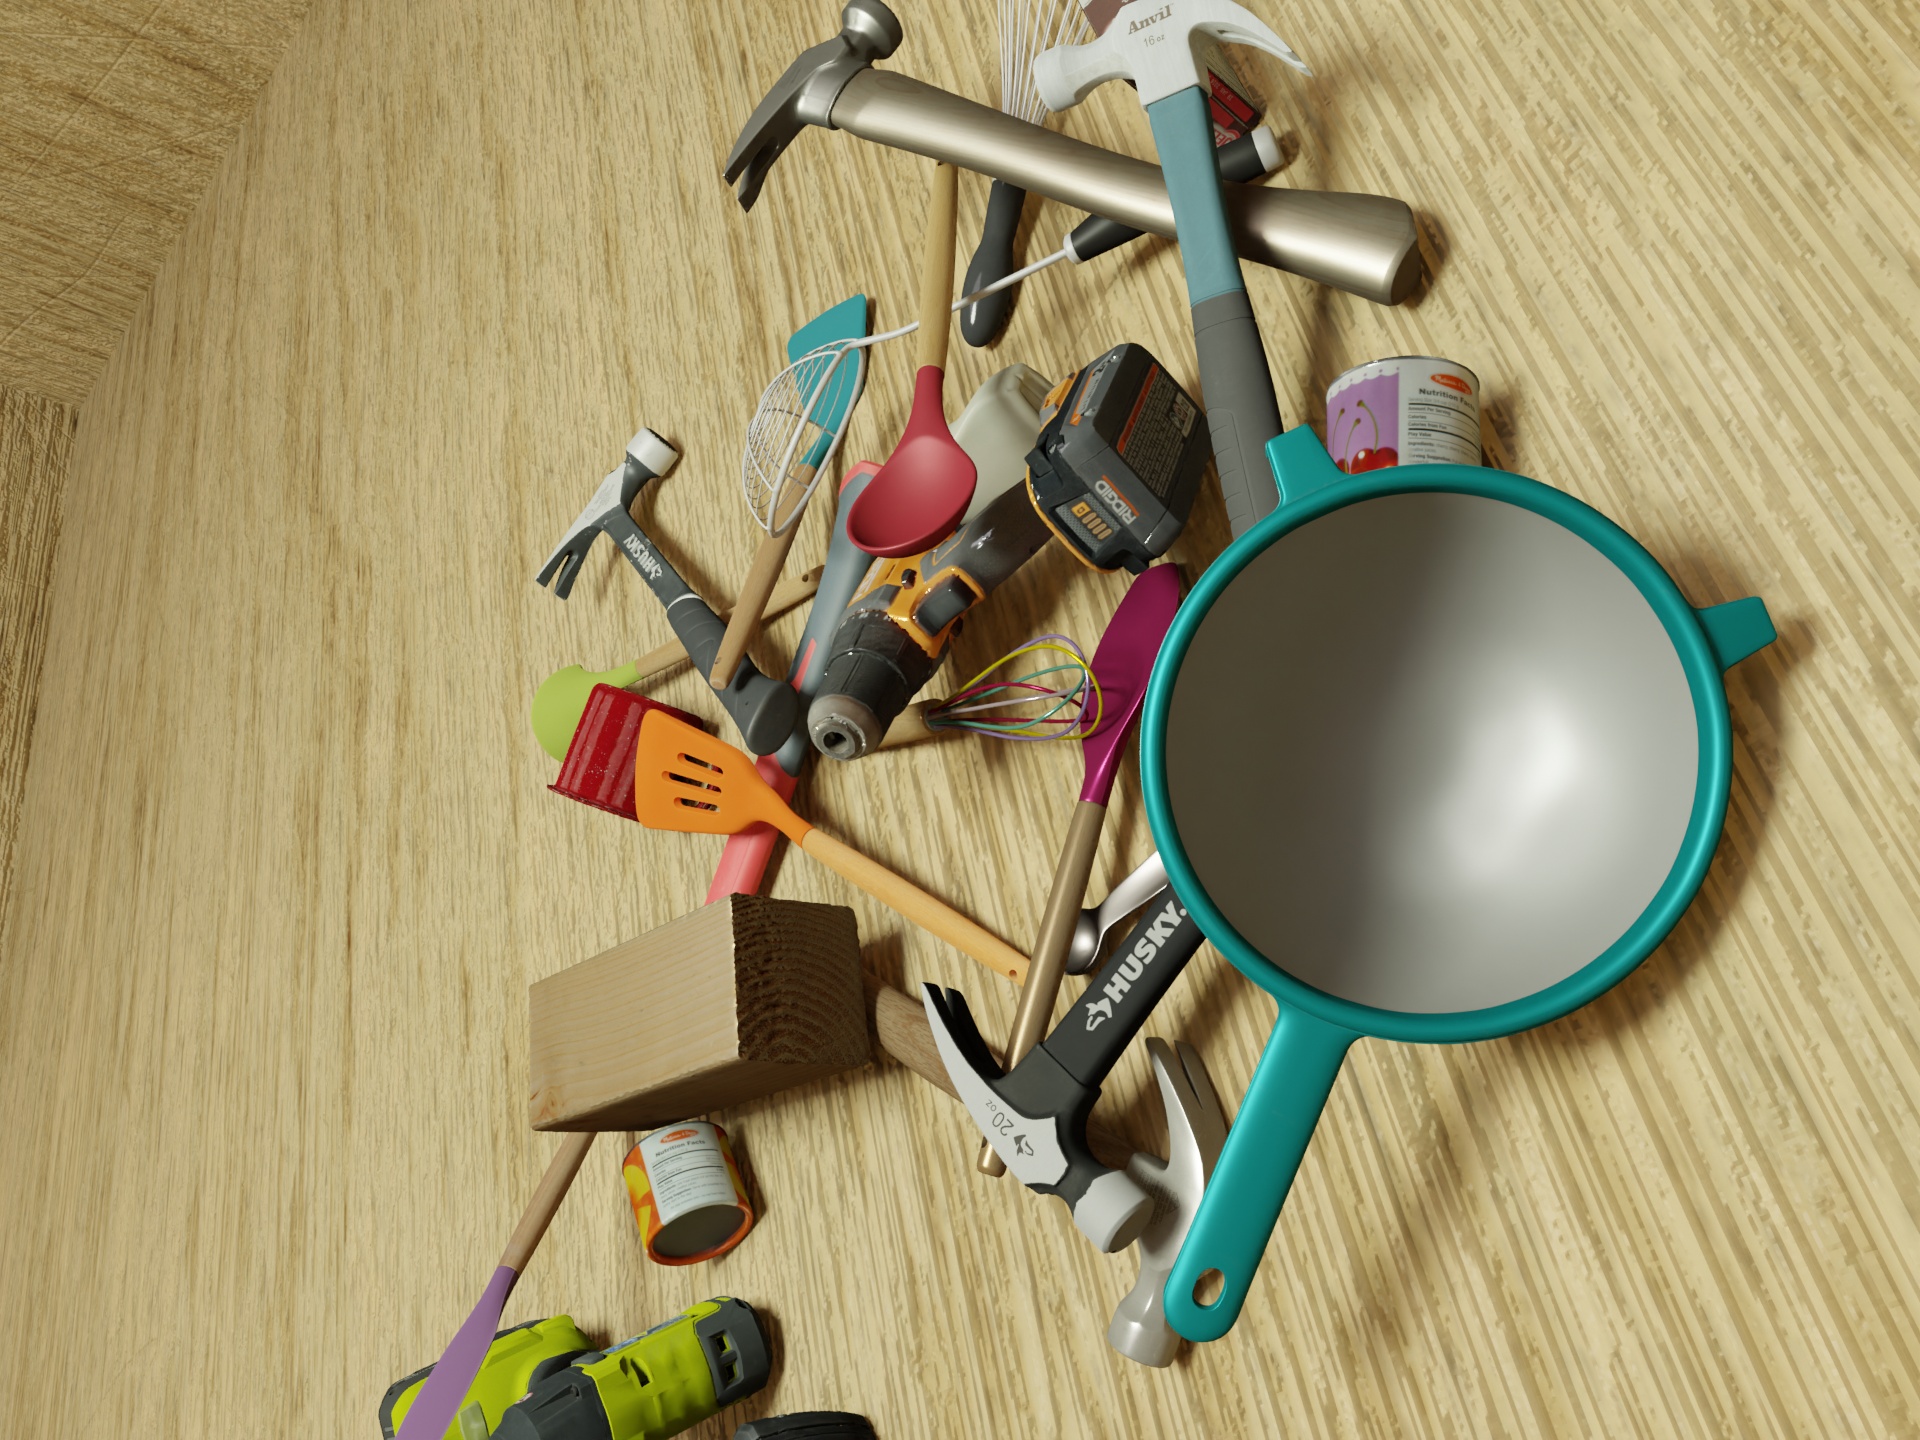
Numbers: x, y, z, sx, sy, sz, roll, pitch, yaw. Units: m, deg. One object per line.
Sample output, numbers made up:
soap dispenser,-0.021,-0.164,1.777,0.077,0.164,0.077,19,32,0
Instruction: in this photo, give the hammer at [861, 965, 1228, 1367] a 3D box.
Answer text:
hammer,0.012,0.183,0.817,0.331,0.031,0.130,22,93,50

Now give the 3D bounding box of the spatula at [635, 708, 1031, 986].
spatula,-0.077,0.081,0.911,0.323,0.041,0.081,26,117,39

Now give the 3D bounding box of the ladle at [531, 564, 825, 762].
ladle,-0.203,-0.044,1.150,0.320,0.062,0.078,-23,63,34

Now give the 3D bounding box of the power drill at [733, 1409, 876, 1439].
power drill,-0.048,0.447,0.753,0.220,0.078,0.143,44,109,44

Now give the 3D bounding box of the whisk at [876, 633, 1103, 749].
whisk,-0.001,-0.001,0.881,0.245,0.047,0.051,-13,44,56

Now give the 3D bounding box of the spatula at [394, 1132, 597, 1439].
spatula,-0.263,0.314,0.957,0.060,0.018,0.316,-33,19,27

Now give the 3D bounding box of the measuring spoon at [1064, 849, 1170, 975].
measuring spoon,0.093,0.084,0.782,0.124,0.018,0.034,-43,46,21

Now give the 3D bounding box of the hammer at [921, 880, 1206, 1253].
hammer,0.115,0.058,0.705,0.146,0.035,0.335,40,97,34

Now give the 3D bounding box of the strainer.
strainer,0.151,0.071,0.621,0.095,0.211,0.340,-15,-53,-85

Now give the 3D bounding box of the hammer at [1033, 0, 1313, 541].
hammer,0.124,-0.185,0.754,0.128,0.033,0.331,-14,84,29

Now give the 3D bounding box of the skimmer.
skimmer,0.024,-0.216,0.913,0.363,0.090,0.127,-22,16,22

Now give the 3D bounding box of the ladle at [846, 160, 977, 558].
ladle,-0.016,-0.204,0.851,0.069,0.031,0.316,-10,53,20

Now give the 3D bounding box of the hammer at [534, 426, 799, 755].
hammer,-0.201,-0.082,1.106,0.149,0.036,0.409,-50,38,5

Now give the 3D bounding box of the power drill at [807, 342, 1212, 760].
power drill,0.014,-0.079,0.830,0.226,0.084,0.185,-33,21,37

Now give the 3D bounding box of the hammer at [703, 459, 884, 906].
hammer,-0.104,0.025,1.004,0.143,0.038,0.386,22,92,49

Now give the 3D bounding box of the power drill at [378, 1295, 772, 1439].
power drill,-0.236,0.394,0.912,0.223,0.171,0.080,-29,77,44

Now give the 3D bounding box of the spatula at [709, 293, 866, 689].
spatula,-0.117,-0.151,1.043,0.082,0.044,0.318,-19,42,39

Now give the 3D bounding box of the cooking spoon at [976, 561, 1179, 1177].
cooking spoon,0.059,0.066,0.788,0.069,0.017,0.319,-13,56,61

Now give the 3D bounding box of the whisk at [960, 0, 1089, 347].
whisk,0.040,-0.370,0.986,0.070,0.070,0.284,11,89,50

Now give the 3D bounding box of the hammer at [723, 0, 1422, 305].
hammer,0.050,-0.287,0.846,0.411,0.038,0.146,29,78,31
